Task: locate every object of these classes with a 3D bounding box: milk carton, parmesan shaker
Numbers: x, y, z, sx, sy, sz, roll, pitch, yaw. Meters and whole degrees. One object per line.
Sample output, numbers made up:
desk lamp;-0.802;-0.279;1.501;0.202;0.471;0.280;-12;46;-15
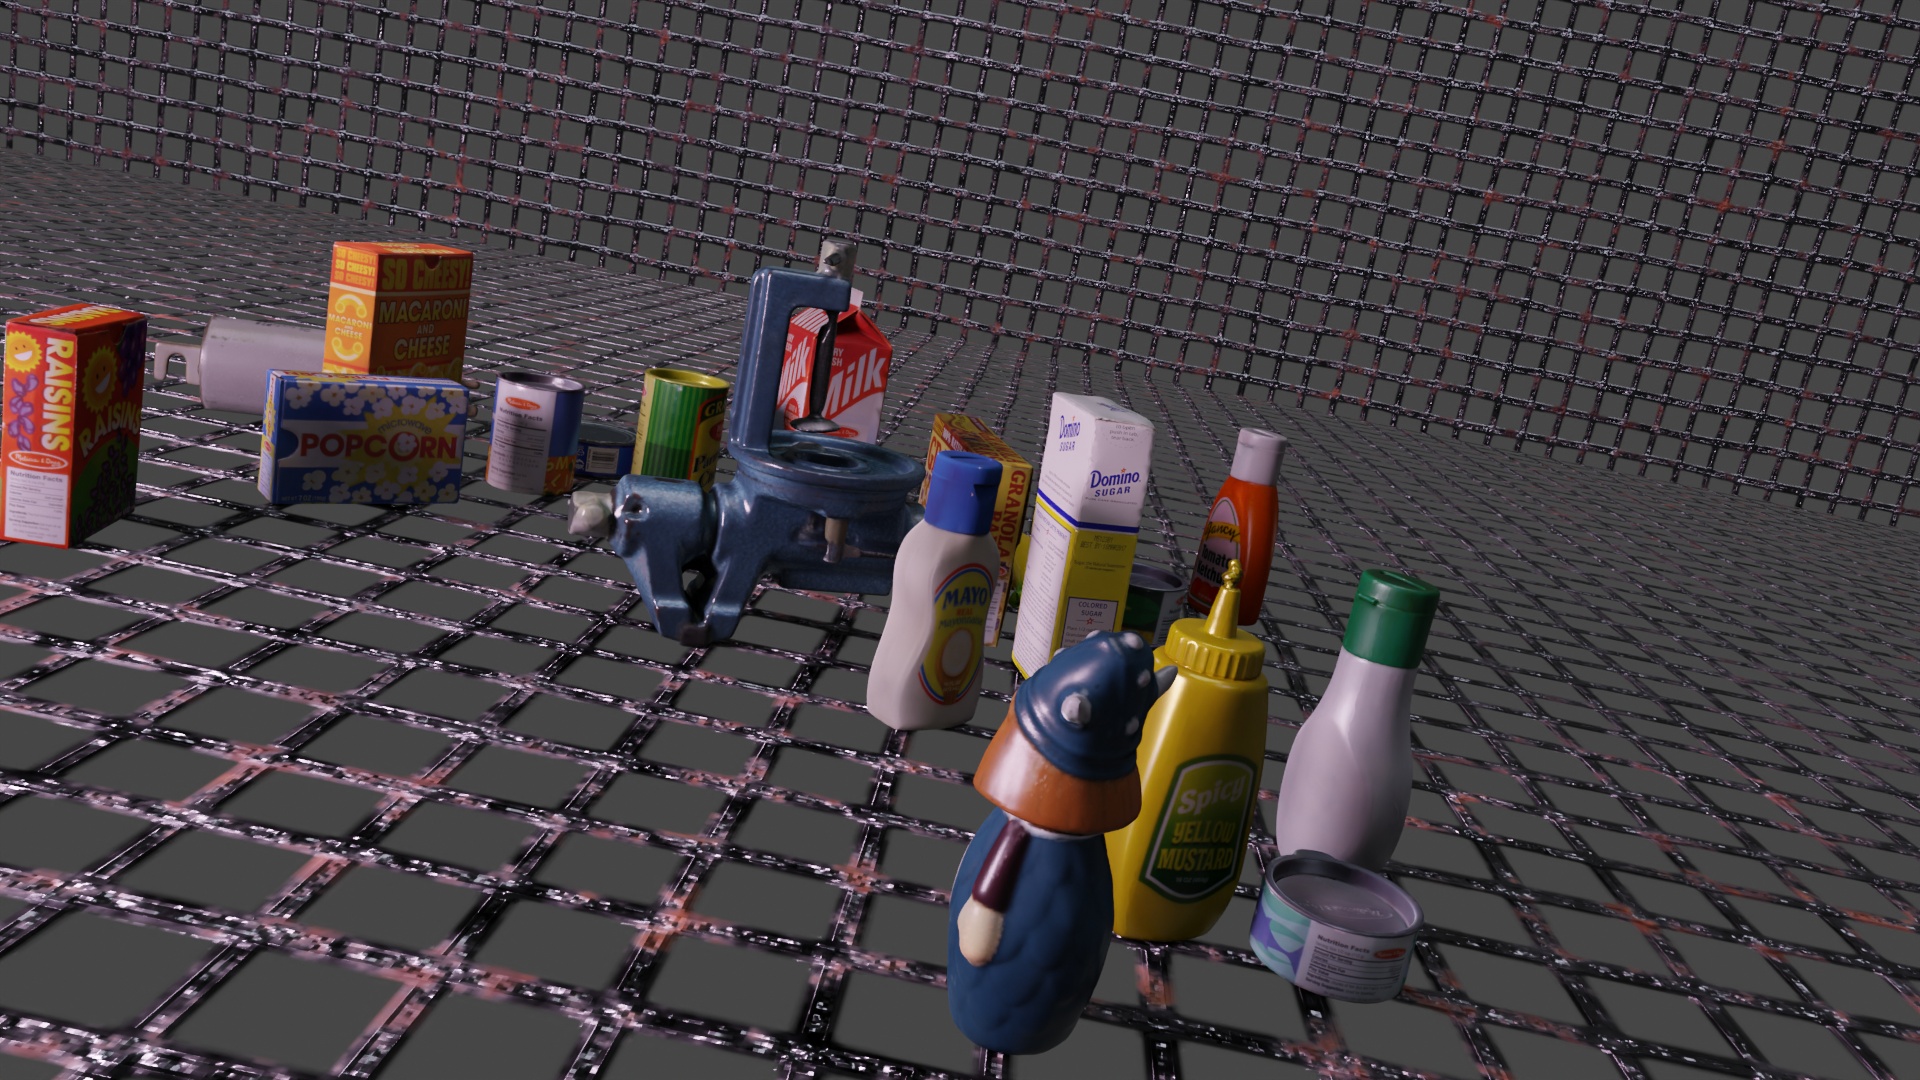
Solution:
milk carton;-0.111;-0.118;1.160;0.073;0.190;0.072;4;15;-29
parmesan shaker;-0.222;-0.079;1.097;0.071;0.102;0.071;11;13;-2

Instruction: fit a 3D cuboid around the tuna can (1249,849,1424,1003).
tuna can;0.156;0.161;0.583;0.071;0.032;0.071;11;14;-2

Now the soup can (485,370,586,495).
soup can;-0.327;-0.083;1.072;0.071;0.083;0.071;11;13;-2

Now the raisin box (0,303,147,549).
raisin box;-0.500;-0.067;0.784;0.040;0.123;0.086;9;13;-9

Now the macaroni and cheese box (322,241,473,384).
macaroni and cheese box;-0.418;-0.135;1.033;0.040;0.166;0.124;13;14;9

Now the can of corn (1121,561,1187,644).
can of corn;0.113;0.049;0.943;0.071;0.058;0.071;11;14;-2

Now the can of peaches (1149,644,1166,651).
can of peaches;0.122;0.096;0.763;0.071;0.058;0.071;11;14;-2

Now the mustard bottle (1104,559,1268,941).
mustard bottle;0.094;0.085;0.571;0.065;0.159;0.049;5;15;-26

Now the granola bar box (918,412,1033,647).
granola bar box;0.003;-0.012;0.963;0.039;0.124;0.166;8;14;-14

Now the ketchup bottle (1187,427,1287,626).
ketchup bottle;0.220;-0.012;1.082;0.043;0.148;0.065;3;15;-30

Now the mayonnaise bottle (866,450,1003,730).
mayonnaise bottle;-0.009;0.027;0.746;0.065;0.147;0.041;-1;18;-41

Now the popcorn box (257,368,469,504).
popcorn box;-0.406;-0.070;0.950;0.127;0.085;0.038;-2;18;-43

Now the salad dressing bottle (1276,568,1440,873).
salad dressing bottle;0.191;0.088;0.660;0.044;0.147;0.064;4;15;-28
